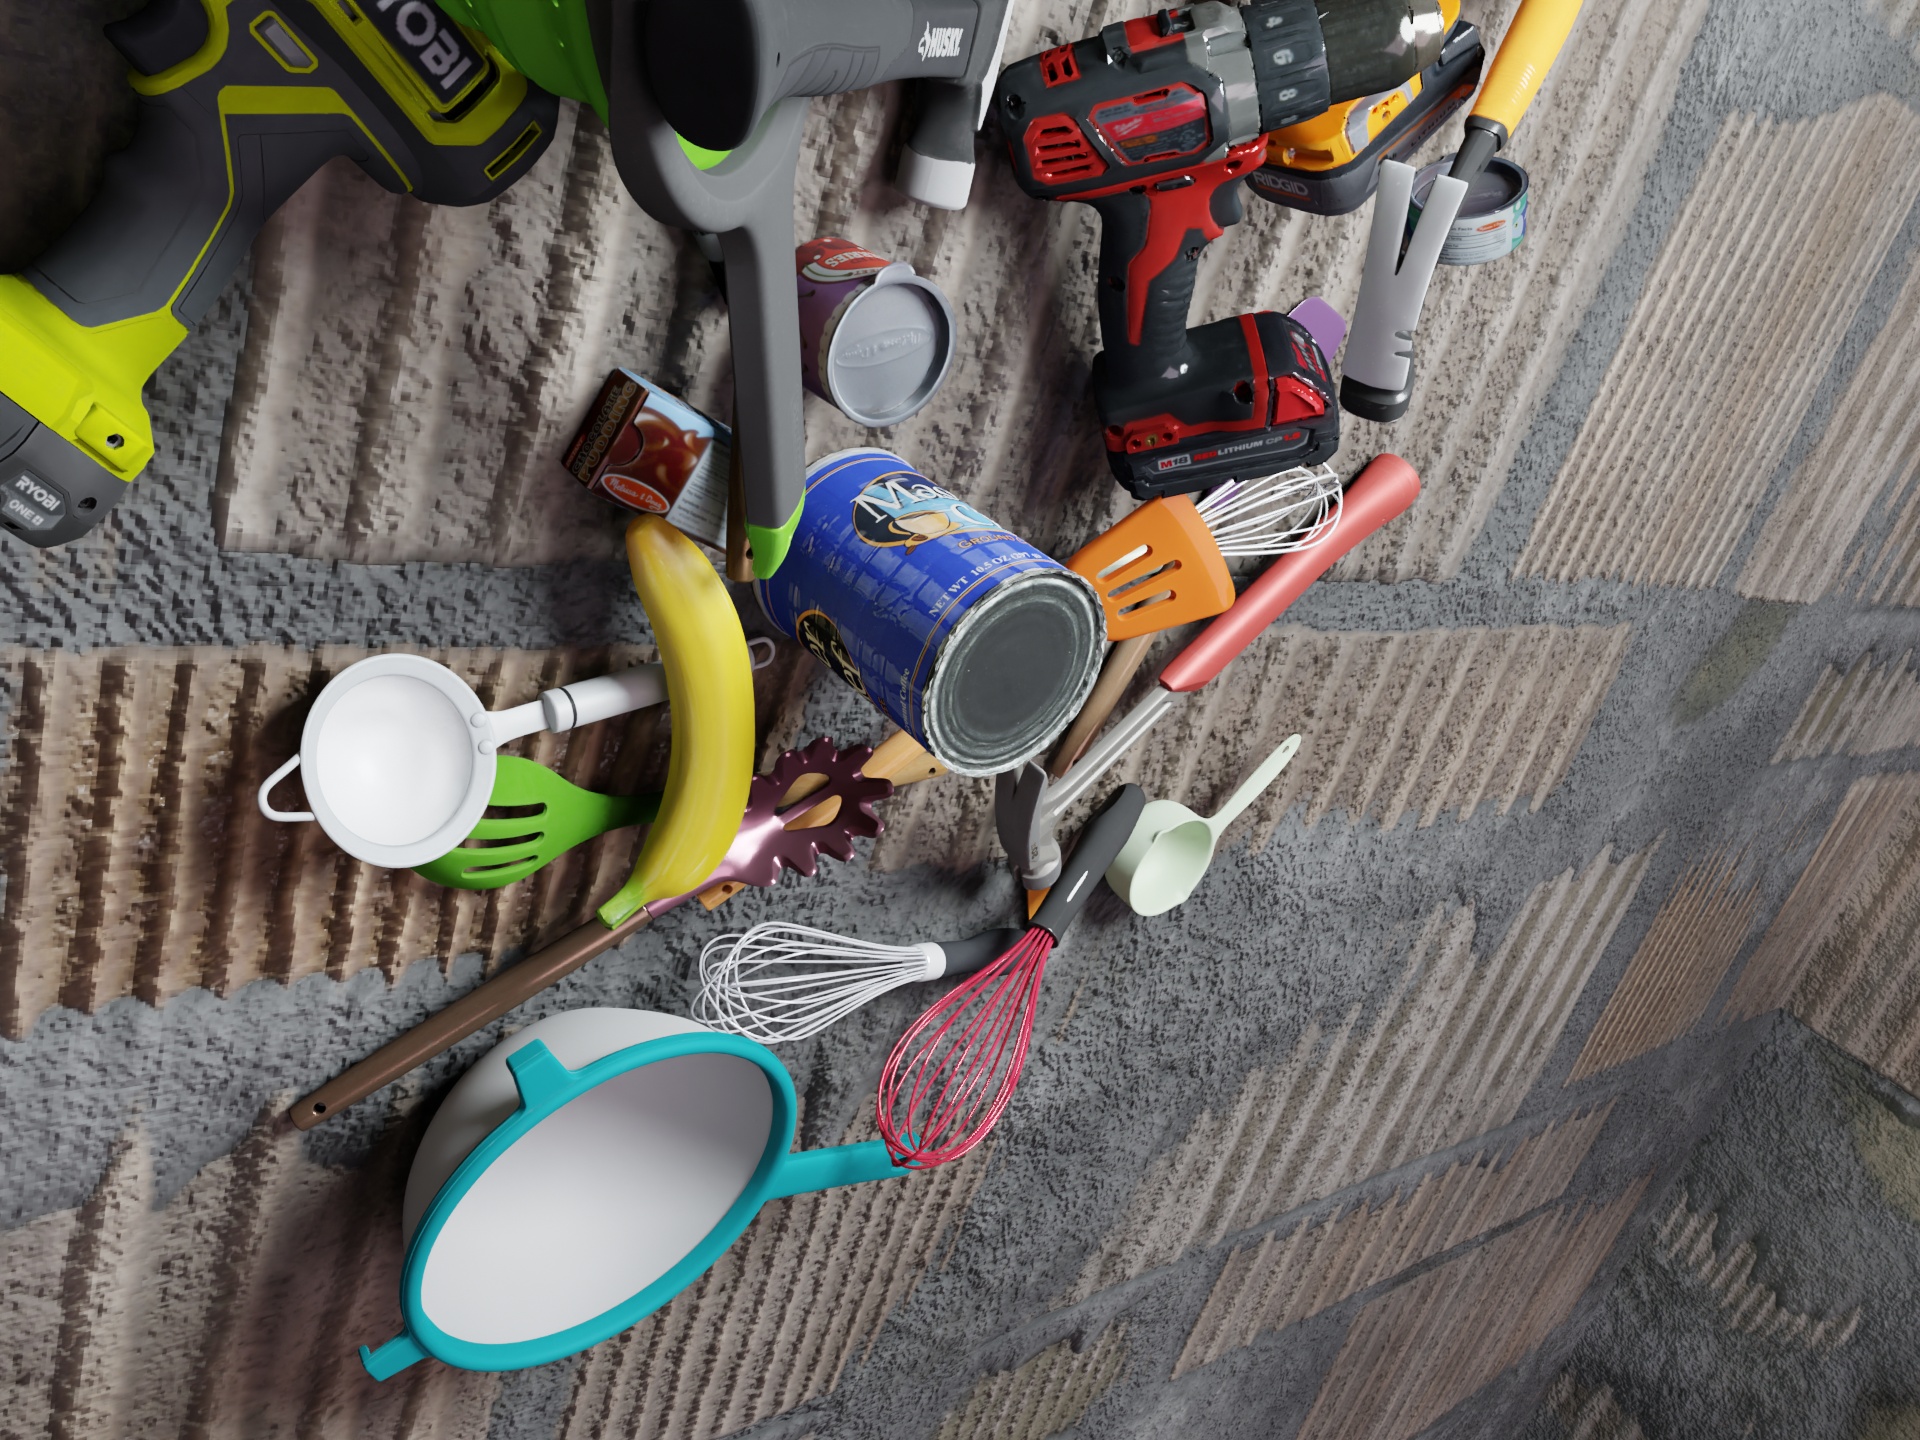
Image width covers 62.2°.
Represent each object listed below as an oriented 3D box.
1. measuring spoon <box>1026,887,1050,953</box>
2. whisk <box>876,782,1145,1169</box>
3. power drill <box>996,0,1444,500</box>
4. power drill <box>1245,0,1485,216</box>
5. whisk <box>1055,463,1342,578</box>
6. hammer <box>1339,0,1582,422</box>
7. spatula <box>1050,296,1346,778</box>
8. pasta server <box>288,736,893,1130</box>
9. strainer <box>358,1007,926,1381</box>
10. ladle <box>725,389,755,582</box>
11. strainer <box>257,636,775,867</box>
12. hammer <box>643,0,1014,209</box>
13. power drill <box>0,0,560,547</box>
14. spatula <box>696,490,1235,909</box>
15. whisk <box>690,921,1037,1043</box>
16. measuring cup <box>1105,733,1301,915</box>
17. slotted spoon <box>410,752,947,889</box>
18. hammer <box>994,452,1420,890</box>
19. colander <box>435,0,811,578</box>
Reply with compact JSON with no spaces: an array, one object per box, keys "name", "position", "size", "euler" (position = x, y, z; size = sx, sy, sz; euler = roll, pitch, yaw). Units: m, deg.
[{"name":"measuring spoon","position":[0.048,0.113,1.025],"size":[0.021,0.011,0.116],"euler":[-33,140,-22]},{"name":"whisk","position":[0.038,0.142,0.945],"size":[0.296,0.073,0.073],"euler":[-53,146,-33]},{"name":"power drill","position":[0.129,-0.223,0.738],"size":[0.188,0.080,0.226],"euler":[-11,137,9]},{"name":"power drill","position":[0.169,-0.368,0.724],"size":[0.164,0.084,0.226],"euler":[-45,137,-10]},{"name":"whisk","position":[0.113,-0.098,0.887],"size":[0.246,0.058,0.059],"euler":[-20,90,-21]},{"name":"hammer","position":[0.252,-0.294,0.737],"size":[0.337,0.034,0.127],"euler":[-59,161,-28]},{"name":"spatula","position":[0.134,-0.103,0.935],"size":[0.059,0.018,0.316],"euler":[20,103,-44]},{"name":"pasta server","position":[-0.174,0.104,0.757],"size":[0.316,0.040,0.060],"euler":[-31,96,-10]},{"name":"strainer","position":[-0.154,0.223,0.851],"size":[0.340,0.095,0.211],"euler":[10,114,-50]},{"name":"ladle","position":[-0.067,-0.201,0.617],"size":[0.078,0.062,0.320],"euler":[-14,122,-40]},{"name":"strainer","position":[-0.184,-0.001,0.693],"size":[0.258,0.050,0.087],"euler":[-19,103,-40]},{"name":"hammer","position":[-0.027,-0.229,0.518],"size":[0.335,0.035,0.146],"euler":[-62,169,-64]},{"name":"power drill","position":[-0.251,-0.183,0.466],"size":[0.228,0.080,0.190],"euler":[-49,142,-8]},{"name":"spatula","position":[-0.001,-0.003,0.821],"size":[0.322,0.041,0.081],"euler":[-37,120,-9]},{"name":"whisk","position":[-0.043,0.144,0.927],"size":[0.284,0.070,0.070],"euler":[3,116,-50]},{"name":"measuring cup","position":[0.162,0.059,1.070],"size":[0.167,0.038,0.083],"euler":[-43,140,-14]},{"name":"slotted spoon","position":[-0.125,0.038,0.790],"size":[0.313,0.031,0.070],"euler":[-7,122,-42]},{"name":"hammer","position":[0.154,-0.050,0.947],"size":[0.359,0.037,0.149],"euler":[-42,156,-19]},{"name":"colander","position":[-0.103,-0.199,0.518],"size":[0.396,0.094,0.205],"euler":[94,9,-50]}]
